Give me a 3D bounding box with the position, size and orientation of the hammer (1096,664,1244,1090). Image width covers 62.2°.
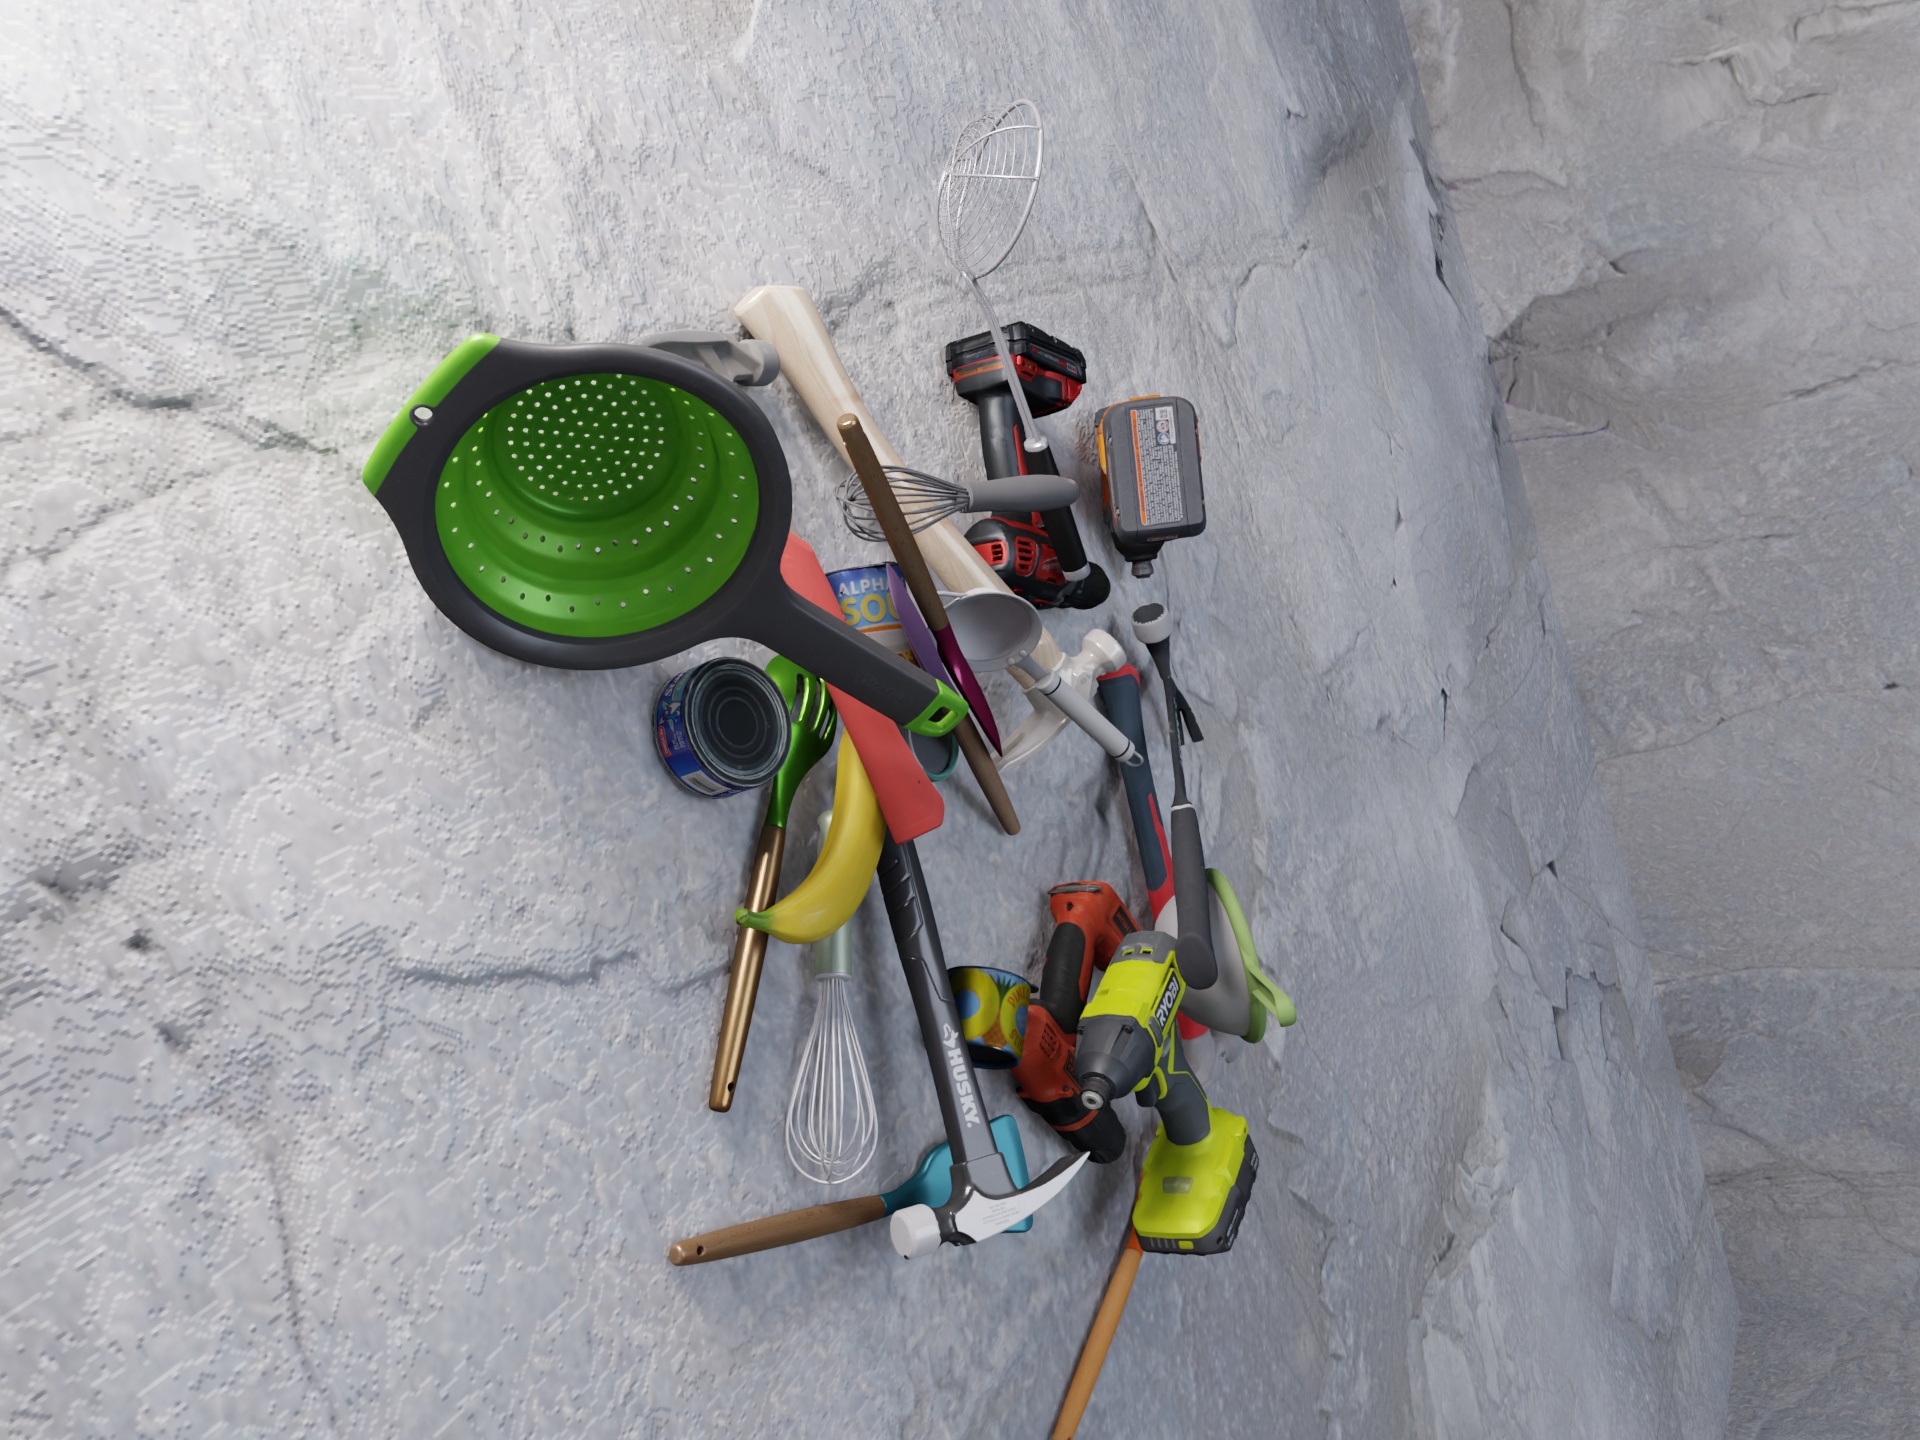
[{"bbox_3d":[0.172,0.143,1.432,0.143,0.038,0.386,-17,94,-55],"label":"hammer"}]

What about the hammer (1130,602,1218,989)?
[{"bbox_3d":[0.188,0.069,1.354,0.409,0.036,0.149,-86,157,-53],"label":"hammer"}]

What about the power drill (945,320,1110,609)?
[{"bbox_3d":[0.065,-0.203,1.346,0.187,0.080,0.227,8,77,-55],"label":"power drill"}]

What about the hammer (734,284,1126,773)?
[{"bbox_3d":[-0.035,-0.143,1.185,0.146,0.038,0.410,-45,116,-12],"label":"hammer"}]

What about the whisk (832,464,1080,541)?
[{"bbox_3d":[0.005,-0.161,1.147,0.239,0.055,0.055,-11,90,-43],"label":"whisk"}]

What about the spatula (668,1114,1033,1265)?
[{"bbox_3d":[-0.062,0.316,1.028,0.317,0.044,0.082,8,68,-53],"label":"spatula"}]

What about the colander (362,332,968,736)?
[{"bbox_3d":[-0.146,-0.101,0.925,0.396,0.204,0.095,31,24,-38],"label":"colander"}]

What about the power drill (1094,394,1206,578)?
[{"bbox_3d":[0.164,-0.206,1.416,0.226,0.084,0.164,-87,171,-83],"label":"power drill"}]

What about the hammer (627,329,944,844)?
[{"bbox_3d":[-0.106,-0.086,1.031,0.149,0.036,0.359,-21,86,-57],"label":"hammer"}]

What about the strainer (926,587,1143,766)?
[{"bbox_3d":[0.060,-0.035,1.211,0.258,0.087,0.050,40,33,-33],"label":"strainer"}]

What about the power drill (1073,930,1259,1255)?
[{"bbox_3d":[0.154,0.300,1.237,0.171,0.080,0.223,-54,128,-51],"label":"power drill"}]

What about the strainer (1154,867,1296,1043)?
[{"bbox_3d":[0.207,0.210,1.292,0.256,0.069,0.151,-131,-152,-83],"label":"strainer"}]

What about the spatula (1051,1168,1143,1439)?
[{"bbox_3d":[0.140,0.452,1.289,0.081,0.041,0.323,62,38,-24],"label":"spatula"}]

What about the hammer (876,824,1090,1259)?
[{"bbox_3d":[-0.016,0.180,1.084,0.146,0.035,0.335,-7,74,-32],"label":"hammer"}]

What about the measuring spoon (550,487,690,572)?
[{"bbox_3d":[-0.200,-0.115,0.977,0.124,0.018,0.034,29,57,-48],"label":"measuring spoon"}]

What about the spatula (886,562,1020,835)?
[{"bbox_3d":[-0.002,-0.004,1.155,0.315,0.018,0.060,64,11,-50],"label":"spatula"}]

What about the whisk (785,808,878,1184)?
[{"bbox_3d":[-0.084,0.176,1.041,0.057,0.059,0.246,94,-5,-69],"label":"whisk"}]

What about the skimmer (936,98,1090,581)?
[{"bbox_3d":[0.065,-0.277,1.212,0.127,0.090,0.363,48,-18,58],"label":"skimmer"}]

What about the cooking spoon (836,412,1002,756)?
[{"bbox_3d":[-0.022,-0.084,1.094,0.069,0.017,0.318,56,-6,45],"label":"cooking spoon"}]

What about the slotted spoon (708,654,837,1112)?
[{"bbox_3d":[-0.123,0.095,1.022,0.070,0.031,0.314,33,55,-41],"label":"slotted spoon"}]
